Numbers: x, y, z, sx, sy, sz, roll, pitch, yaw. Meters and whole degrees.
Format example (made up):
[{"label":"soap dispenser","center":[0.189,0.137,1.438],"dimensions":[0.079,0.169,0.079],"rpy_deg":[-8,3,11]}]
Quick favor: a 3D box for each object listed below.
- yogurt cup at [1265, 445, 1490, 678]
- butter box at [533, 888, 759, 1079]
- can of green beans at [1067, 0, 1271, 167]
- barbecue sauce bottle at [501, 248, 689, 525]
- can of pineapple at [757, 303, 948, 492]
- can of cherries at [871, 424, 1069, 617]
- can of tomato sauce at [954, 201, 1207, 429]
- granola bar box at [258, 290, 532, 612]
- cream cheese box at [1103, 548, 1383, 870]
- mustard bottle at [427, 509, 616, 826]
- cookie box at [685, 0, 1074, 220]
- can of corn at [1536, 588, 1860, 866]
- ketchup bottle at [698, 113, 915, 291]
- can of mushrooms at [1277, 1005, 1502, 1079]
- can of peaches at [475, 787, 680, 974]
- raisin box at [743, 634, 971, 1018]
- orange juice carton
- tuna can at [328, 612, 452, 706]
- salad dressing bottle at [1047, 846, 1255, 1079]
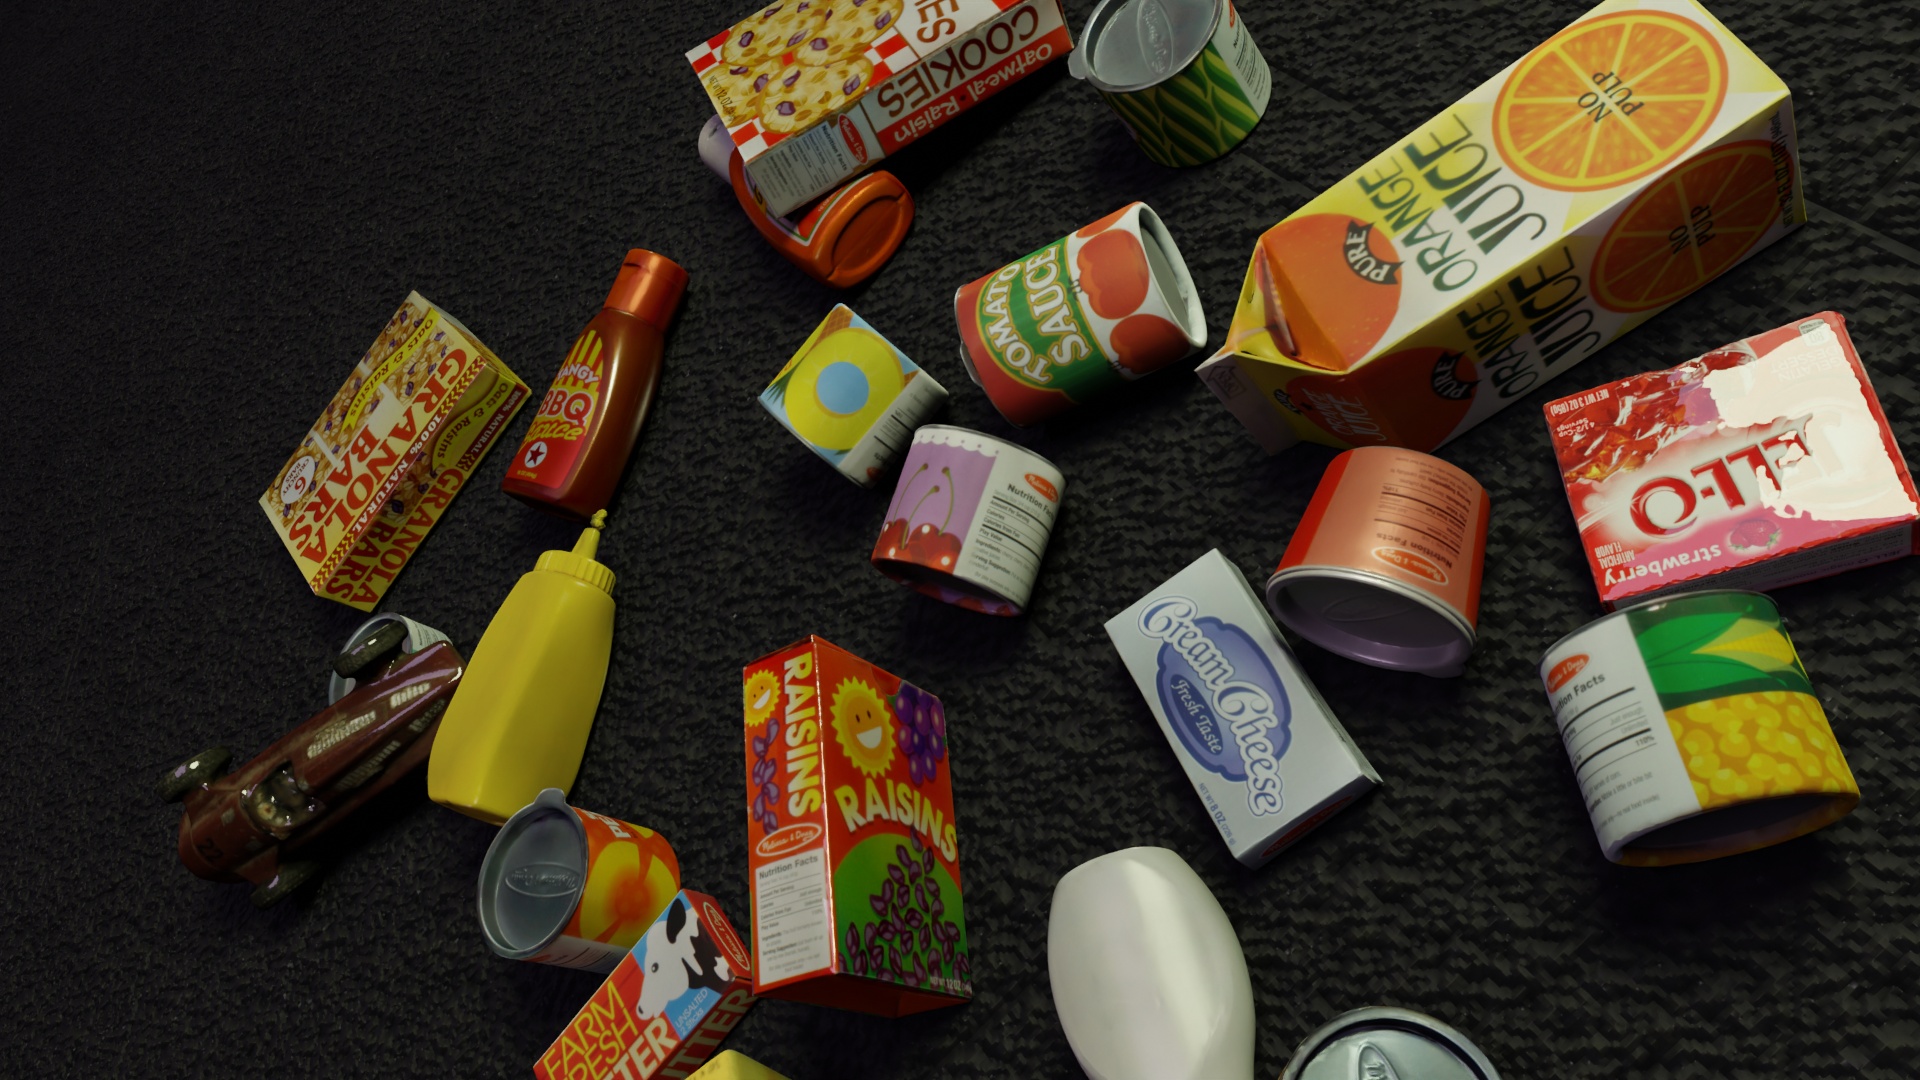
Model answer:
[{"label":"yogurt cup","center":[0.141,0.005,0.461],"dimensions":[0.072,0.072,0.054],"rpy_deg":[7,65,37]},{"label":"butter box","center":[-0.129,0.202,0.575],"dimensions":[0.103,0.024,0.053],"rpy_deg":[-50,49,3]},{"label":"can of green beans","center":[0.093,-0.204,0.600],"dimensions":[0.071,0.057,0.071],"rpy_deg":[-15,60,28]},{"label":"barbecue sauce bottle","center":[-0.191,-0.084,0.747],"dimensions":[0.065,0.043,0.149],"rpy_deg":[12,74,39]},{"label":"can of pineapple","center":[-0.049,-0.065,0.623],"dimensions":[0.058,0.071,0.071],"rpy_deg":[-50,50,3]},{"label":"can of cherries","center":[0.002,-0.007,0.561],"dimensions":[0.071,0.071,0.058],"rpy_deg":[9,75,38]},{"label":"can of tomato sauce","center":[0.049,-0.091,0.567],"dimensions":[0.083,0.071,0.071],"rpy_deg":[-22,57,24]},{"label":"granola bar box","center":[-0.344,-0.056,0.842],"dimensions":[0.124,0.039,0.165],"rpy_deg":[37,91,41]},{"label":"cream cheese box","center":[0.097,0.057,0.490],"dimensions":[0.053,0.024,0.104],"rpy_deg":[-37,52,13]},{"label":"mustard bottle","center":[-0.202,0.058,0.675],"dimensions":[0.049,0.065,0.161],"rpy_deg":[1,63,30]},{"label":"cookie box","center":[-0.044,-0.245,0.694],"dimensions":[0.167,0.040,0.123],"rpy_deg":[-30,48,0]},{"label":"can of corn","center":[0.207,0.054,0.390],"dimensions":[0.071,0.071,0.058],"rpy_deg":[-22,58,25]},{"label":"ketchup bottle","center":[-0.087,-0.185,0.725],"dimensions":[0.065,0.043,0.149],"rpy_deg":[-48,49,-2]},{"label":"can of mushrooms","center":[0.119,0.170,0.396],"dimensions":[0.071,0.033,0.071],"rpy_deg":[-2,60,4]},{"label":"can of peaches","center":[-0.164,0.149,0.604],"dimensions":[0.071,0.058,0.071],"rpy_deg":[-16,59,29]},{"label":"raisin box","center":[-0.039,0.108,0.519],"dimensions":[0.040,0.086,0.124],"rpy_deg":[-24,56,26]},{"label":"orange juice carton","center":[0.176,-0.095,0.480],"dimensions":[0.192,0.071,0.073],"rpy_deg":[-33,52,17]},{"label":"tuna can","center":[-0.310,0.077,0.756],"dimensions":[0.071,0.033,0.071],"rpy_deg":[-15,60,28]},{"label":"salad dressing bottle","center":[0.070,0.174,0.439],"dimensions":[0.064,0.044,0.148],"rpy_deg":[-25,57,15]}]
